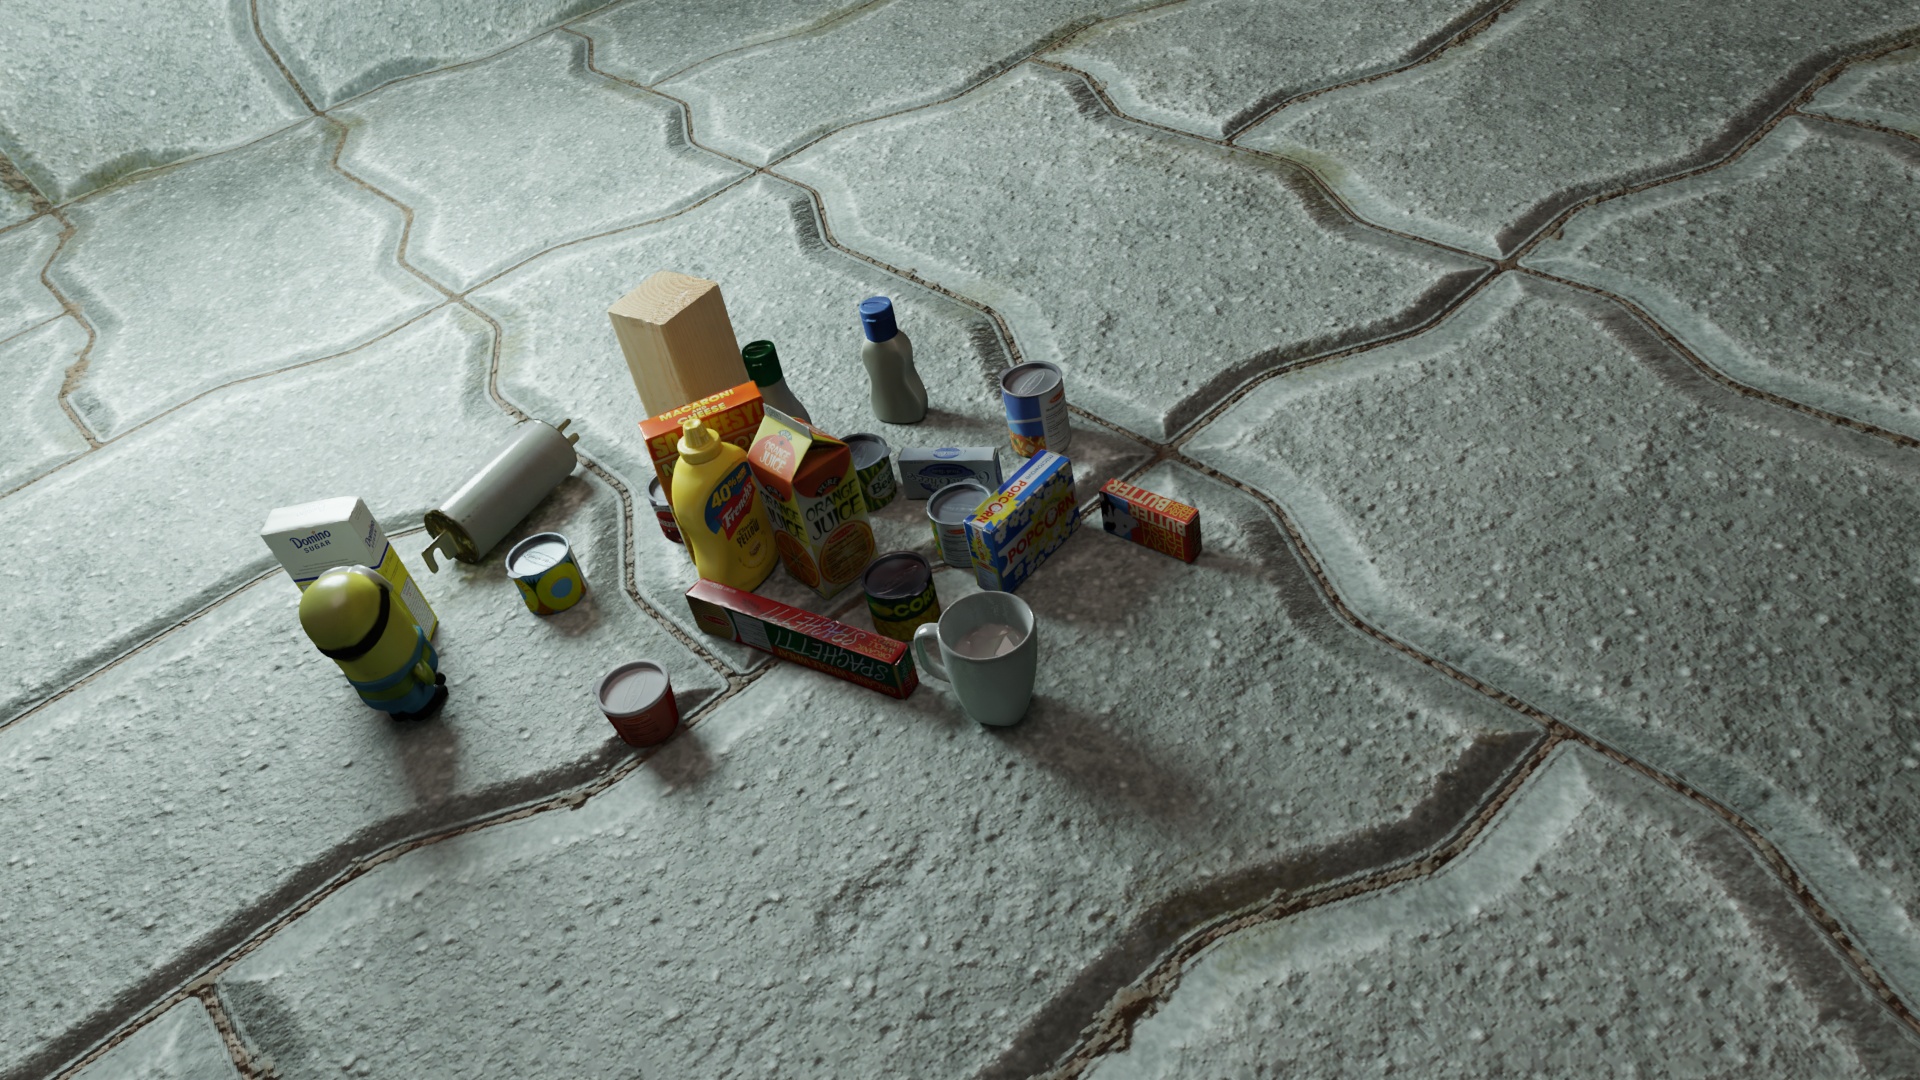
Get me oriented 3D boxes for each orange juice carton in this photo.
[{"bbox_3d":[-0.144,-0.044,1.338,0.073,0.191,0.072,-37,45,-26],"label":"orange juice carton"}]

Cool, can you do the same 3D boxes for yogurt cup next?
[{"bbox_3d":[-0.289,0.149,1.256,0.072,0.053,0.073,-7,40,6],"label":"yogurt cup"}]

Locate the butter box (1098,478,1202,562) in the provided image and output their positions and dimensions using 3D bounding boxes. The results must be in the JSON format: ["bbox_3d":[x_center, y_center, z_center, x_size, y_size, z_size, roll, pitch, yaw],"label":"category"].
[{"bbox_3d":[0.183,-0.019,1.332,0.103,0.052,0.024,23,51,35],"label":"butter box"}]

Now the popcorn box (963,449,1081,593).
[{"bbox_3d":[0.061,-0.017,1.337,0.038,0.084,0.127,22,51,35],"label":"popcorn box"}]

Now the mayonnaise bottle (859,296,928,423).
[{"bbox_3d":[-0.079,-0.199,1.539,0.065,0.147,0.041,3,42,19],"label":"mayonnaise bottle"}]

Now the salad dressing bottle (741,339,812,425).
[{"bbox_3d":[-0.201,-0.148,1.511,0.064,0.147,0.044,-5,40,9],"label":"salad dressing bottle"}]

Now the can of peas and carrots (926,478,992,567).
[{"bbox_3d":[0.005,-0.017,1.372,0.071,0.058,0.071,-7,40,6],"label":"can of peas and carrots"}]

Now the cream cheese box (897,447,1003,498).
[{"bbox_3d":[-0.009,-0.070,1.442,0.104,0.053,0.024,0,41,15],"label":"cream cheese box"}]

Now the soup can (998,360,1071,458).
[{"bbox_3d":[0.078,-0.140,1.478,0.071,0.083,0.072,-7,40,6],"label":"soup can"}]

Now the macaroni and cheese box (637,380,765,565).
[{"bbox_3d":[-0.242,-0.068,1.412,0.124,0.165,0.040,-22,40,-11],"label":"macaroni and cheese box"}]

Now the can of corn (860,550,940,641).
[{"bbox_3d":[-0.054,0.054,1.304,0.071,0.058,0.071,-7,40,6],"label":"can of corn"}]

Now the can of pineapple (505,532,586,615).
[{"bbox_3d":[-0.425,0.035,1.423,0.071,0.057,0.071,-7,40,6],"label":"can of pineapple"}]

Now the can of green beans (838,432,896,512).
[{"bbox_3d":[-0.104,-0.071,1.465,0.071,0.057,0.071,-7,40,6],"label":"can of green beans"}]

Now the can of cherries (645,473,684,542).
[{"bbox_3d":[-0.295,-0.038,1.476,0.071,0.058,0.072,-7,40,6],"label":"can of cherries"}]

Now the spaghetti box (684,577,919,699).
[{"bbox_3d":[-0.150,0.090,1.293,0.250,0.050,0.029,15,47,29],"label":"spaghetti box"}]
